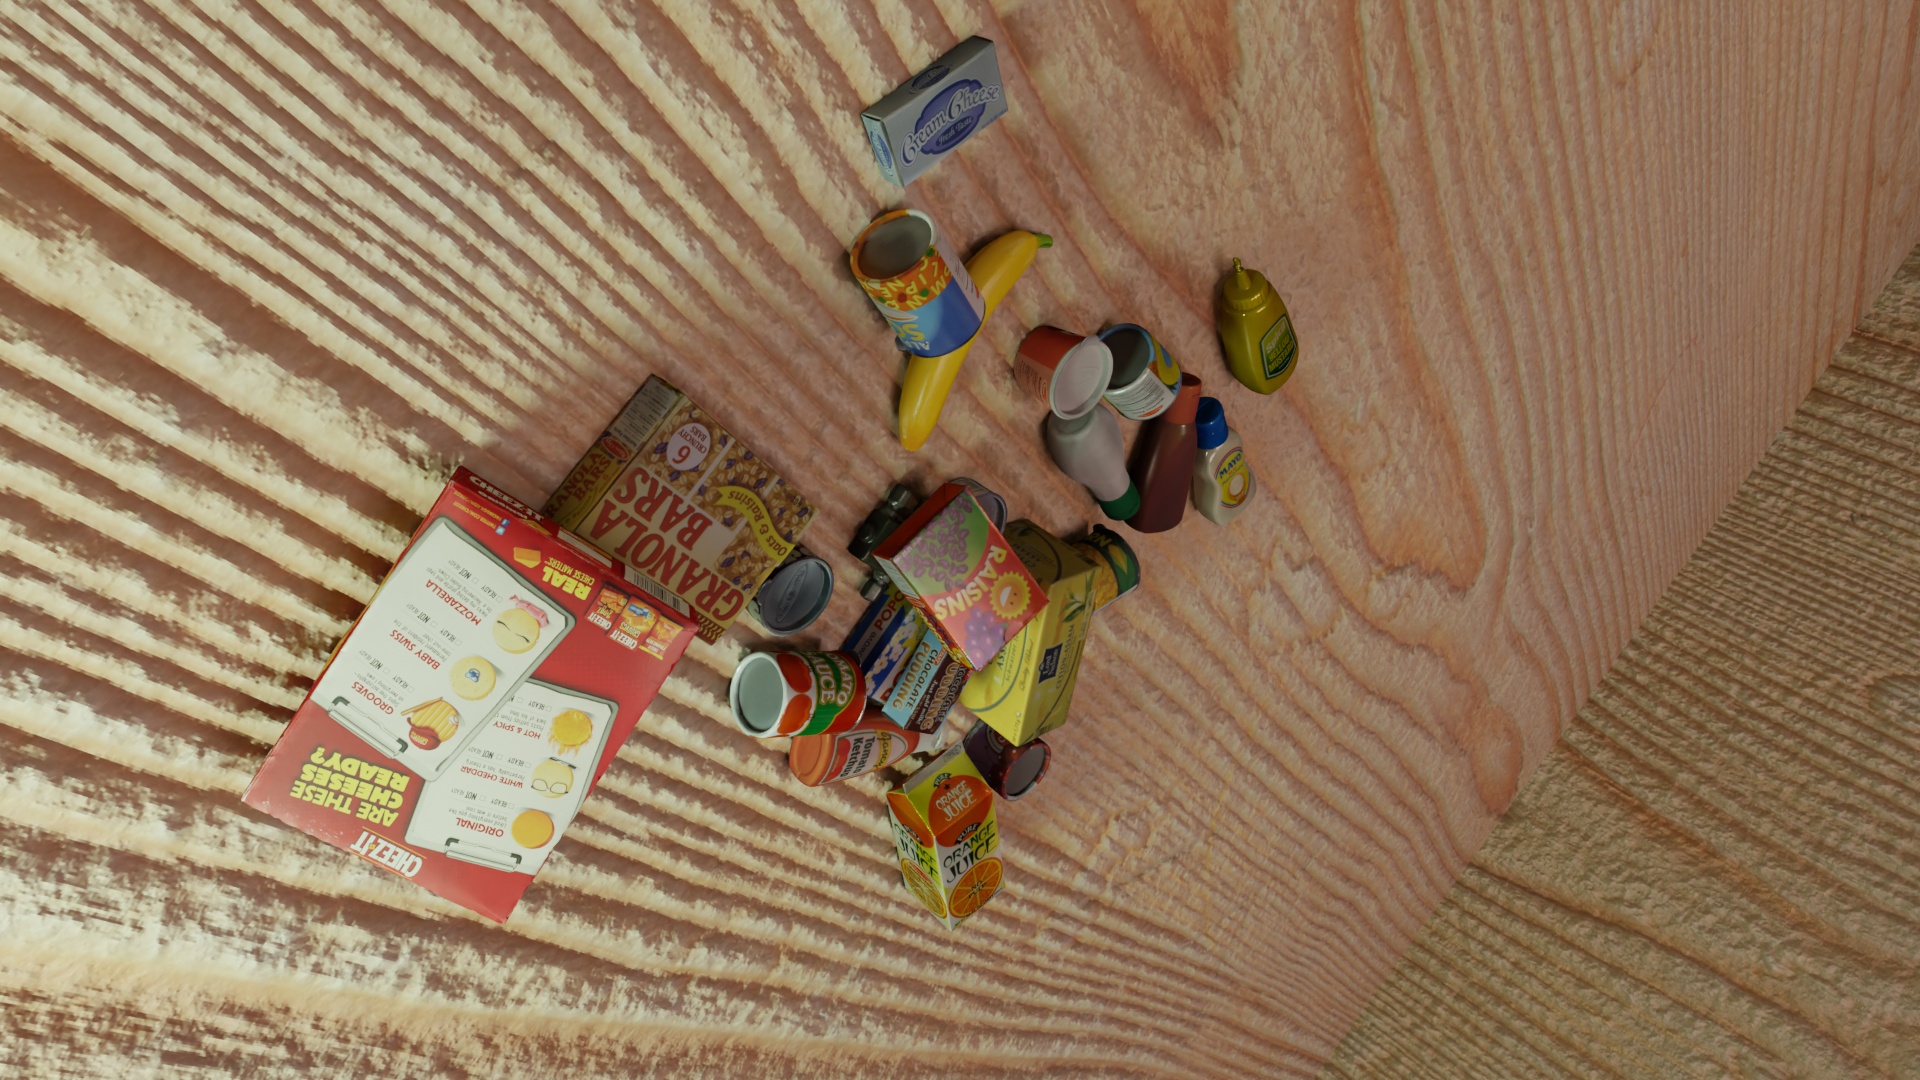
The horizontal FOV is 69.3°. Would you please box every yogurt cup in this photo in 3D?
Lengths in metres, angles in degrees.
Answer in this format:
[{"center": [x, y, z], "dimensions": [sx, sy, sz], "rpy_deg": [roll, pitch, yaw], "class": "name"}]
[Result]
[{"center": [0.080, -0.137, 1.110], "dimensions": [0.073, 0.054, 0.072], "rpy_deg": [-27, 134, -32], "class": "yogurt cup"}]

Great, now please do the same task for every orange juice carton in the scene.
[{"center": [-0.015, 0.267, 1.286], "dimensions": [0.072, 0.073, 0.191], "rpy_deg": [-33, 136, -27], "class": "orange juice carton"}]

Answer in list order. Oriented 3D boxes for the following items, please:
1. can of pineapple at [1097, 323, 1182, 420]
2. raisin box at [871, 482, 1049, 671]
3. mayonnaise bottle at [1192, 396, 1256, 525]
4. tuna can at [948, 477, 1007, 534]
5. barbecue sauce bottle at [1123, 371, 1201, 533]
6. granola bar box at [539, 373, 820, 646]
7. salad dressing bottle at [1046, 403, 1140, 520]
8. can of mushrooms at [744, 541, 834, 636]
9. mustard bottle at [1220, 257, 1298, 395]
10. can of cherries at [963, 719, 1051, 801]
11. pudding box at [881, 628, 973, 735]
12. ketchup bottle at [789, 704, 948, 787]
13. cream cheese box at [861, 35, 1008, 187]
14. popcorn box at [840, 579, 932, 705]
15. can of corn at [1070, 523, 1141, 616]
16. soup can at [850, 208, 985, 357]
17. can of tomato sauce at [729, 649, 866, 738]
[{"center": [0.144, -0.143, 1.169], "dimensions": [0.071, 0.071, 0.058], "rpy_deg": [-57, 143, 1], "class": "can of pineapple"}, {"center": [0.002, 0.029, 1.081], "dimensions": [0.086, 0.040, 0.123], "rpy_deg": [-44, 115, -18], "class": "raisin box"}, {"center": [0.248, -0.079, 1.347], "dimensions": [0.065, 0.041, 0.147], "rpy_deg": [-44, 142, -13], "class": "mayonnaise bottle"}, {"center": [0.004, -0.014, 1.134], "dimensions": [0.071, 0.033, 0.070], "rpy_deg": [-27, 134, -32], "class": "tuna can"}, {"center": [0.191, -0.081, 1.281], "dimensions": [0.065, 0.044, 0.147], "rpy_deg": [-18, 128, -39], "class": "barbecue sauce bottle"}, {"center": [-0.183, -0.015, 0.925], "dimensions": [0.124, 0.039, 0.165], "rpy_deg": [-52, 142, -5], "class": "granola bar box"}, {"center": [0.121, -0.067, 1.215], "dimensions": [0.064, 0.044, 0.147], "rpy_deg": [-51, 143, -10], "class": "salad dressing bottle"}, {"center": [-0.130, 0.034, 1.022], "dimensions": [0.071, 0.033, 0.070], "rpy_deg": [-28, 135, -32], "class": "can of mushrooms"}, {"center": [0.269, -0.201, 1.274], "dimensions": [0.065, 0.049, 0.159], "rpy_deg": [-49, 142, -11], "class": "mustard bottle"}, {"center": [0.044, 0.202, 1.315], "dimensions": [0.072, 0.058, 0.071], "rpy_deg": [-28, 135, -32], "class": "can of cherries"}, {"center": [-0.022, 0.116, 1.138], "dimensions": [0.049, 0.030, 0.083], "rpy_deg": [23, 99, -54], "class": "pudding box"}, {"center": [-0.074, 0.167, 1.174], "dimensions": [0.149, 0.043, 0.064], "rpy_deg": [-2, 121, -47], "class": "ketchup bottle"}, {"center": [-0.015, -0.285, 0.924], "dimensions": [0.104, 0.024, 0.053], "rpy_deg": [-41, 140, -19], "class": "cream cheese box"}, {"center": [-0.040, 0.075, 1.146], "dimensions": [0.126, 0.038, 0.085], "rpy_deg": [-55, 143, -1], "class": "popcorn box"}, {"center": [0.120, 0.028, 1.267], "dimensions": [0.058, 0.071, 0.070], "rpy_deg": [-29, 135, -30], "class": "can of corn"}, {"center": [-0.031, -0.175, 0.954], "dimensions": [0.071, 0.071, 0.083], "rpy_deg": [-50, 142, -8], "class": "soup can"}, {"center": [-0.123, 0.116, 1.062], "dimensions": [0.083, 0.071, 0.071], "rpy_deg": [5, 112, -48], "class": "can of tomato sauce"}]
